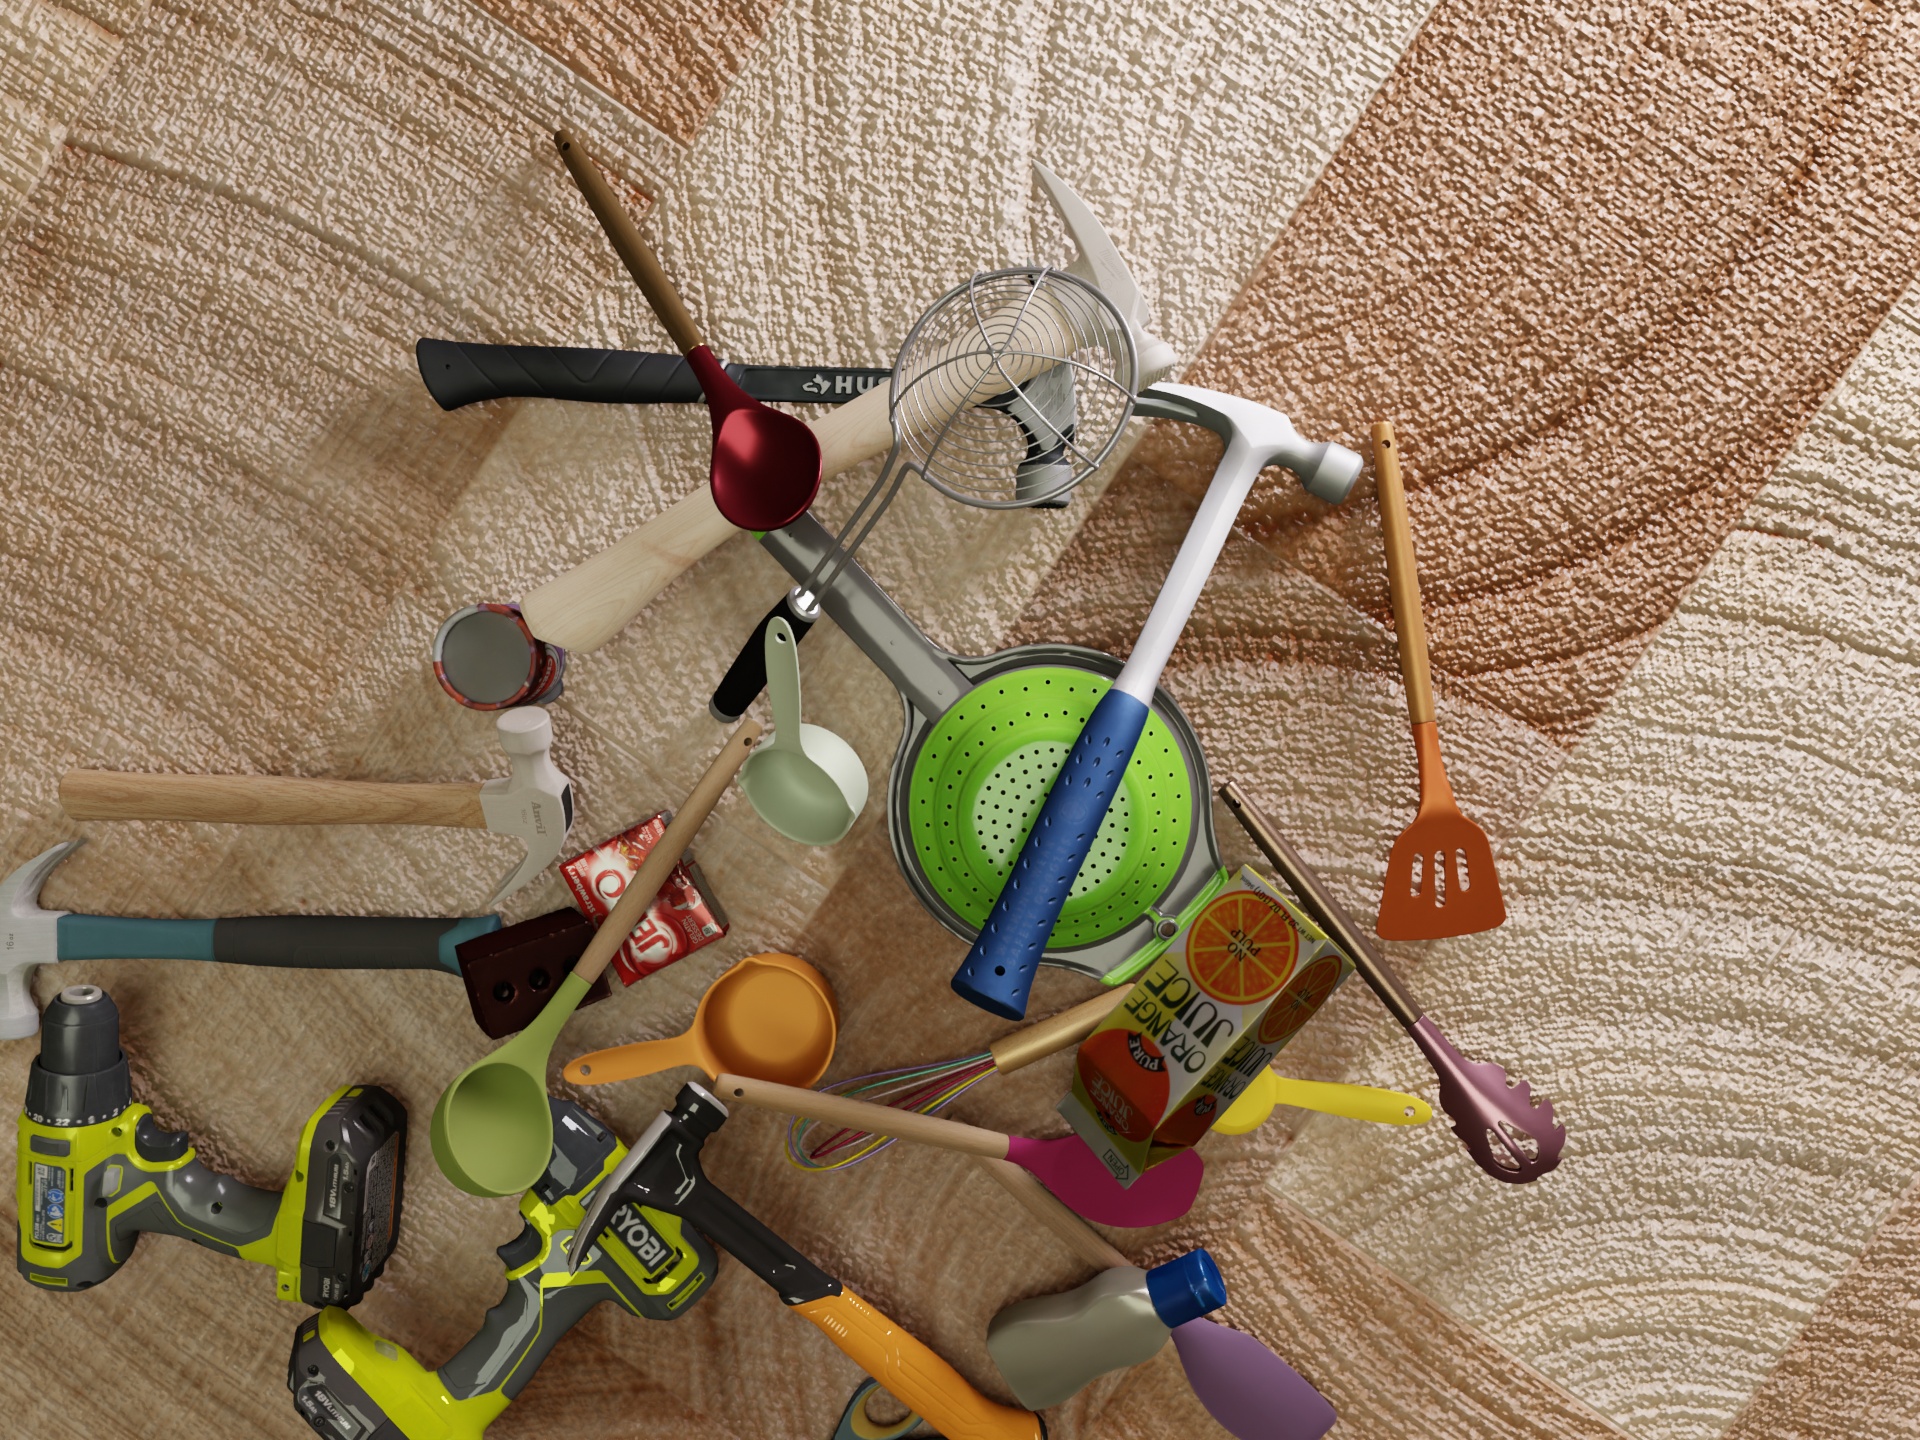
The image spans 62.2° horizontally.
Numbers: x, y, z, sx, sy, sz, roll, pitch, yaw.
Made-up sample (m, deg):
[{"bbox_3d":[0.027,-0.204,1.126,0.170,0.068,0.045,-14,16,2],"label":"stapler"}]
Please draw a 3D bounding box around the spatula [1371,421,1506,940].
[{"bbox_3d":[0.280,-0.023,0.983,0.081,0.041,0.322,-8,89,4],"label":"spatula"}]

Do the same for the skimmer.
[{"bbox_3d":[-0.039,-0.103,0.890,0.363,0.090,0.127,-46,67,46],"label":"skimmer"}]

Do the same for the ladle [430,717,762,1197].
[{"bbox_3d":[-0.205,0.134,0.948,0.078,0.062,0.320,43,73,-36],"label":"ladle"}]

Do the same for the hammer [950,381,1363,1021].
[{"bbox_3d":[0.094,-0.023,0.906,0.144,0.035,0.406,27,69,2],"label":"hammer"}]

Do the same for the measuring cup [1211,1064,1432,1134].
[{"bbox_3d":[0.219,0.238,0.995,0.156,0.029,0.062,7,94,4],"label":"measuring cup"}]

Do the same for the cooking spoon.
[{"bbox_3d":[0.004,0.256,0.975,0.318,0.017,0.069,16,97,-15],"label":"cooking spoon"}]

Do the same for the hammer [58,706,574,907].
[{"bbox_3d":[-0.401,0.052,0.990,0.331,0.031,0.130,1,121,8],"label":"hammer"}]

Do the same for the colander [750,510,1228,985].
[{"bbox_3d":[-0.002,-0.003,0.957,0.204,0.094,0.397,-43,91,4],"label":"colander"}]

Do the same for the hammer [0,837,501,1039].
[{"bbox_3d":[-0.458,0.142,1.013,0.331,0.033,0.128,1,95,2],"label":"hammer"}]

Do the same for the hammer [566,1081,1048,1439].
[{"bbox_3d":[-0.079,0.372,0.976,0.336,0.034,0.127,42,76,-13],"label":"hammer"}]

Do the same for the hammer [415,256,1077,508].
[{"bbox_3d":[-0.132,-0.213,0.979,0.409,0.036,0.149,3,92,2],"label":"hammer"}]

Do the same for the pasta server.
[{"bbox_3d":[0.265,0.163,0.991,0.060,0.040,0.316,-40,86,16],"label":"pasta server"}]

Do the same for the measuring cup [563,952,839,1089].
[{"bbox_3d":[-0.160,0.198,0.997,0.173,0.052,0.095,-13,93,5],"label":"measuring cup"}]

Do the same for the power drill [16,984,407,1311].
[{"bbox_3d":[-0.472,0.270,0.991,0.228,0.080,0.190,9,102,2],"label":"power drill"}]

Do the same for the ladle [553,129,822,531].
[{"bbox_3d":[-0.169,-0.235,0.938,0.069,0.031,0.316,-33,72,5],"label":"ladle"}]

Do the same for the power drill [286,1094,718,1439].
[{"bbox_3d":[-0.282,0.345,0.961,0.223,0.080,0.171,-41,102,-19],"label":"power drill"}]

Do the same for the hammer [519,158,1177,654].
[{"bbox_3d":[-0.085,-0.169,0.944,0.410,0.038,0.146,-30,89,3],"label":"hammer"}]

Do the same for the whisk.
[{"bbox_3d":[0.003,0.225,0.995,0.245,0.047,0.051,-24,98,1],"label":"whisk"}]

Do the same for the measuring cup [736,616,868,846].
[{"bbox_3d":[-0.094,0.001,0.950,0.083,0.038,0.167,15,130,20],"label":"measuring cup"}]

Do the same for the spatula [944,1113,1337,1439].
[{"bbox_3d":[0.108,0.360,1.013,0.316,0.018,0.060,42,98,-2],"label":"spatula"}]
